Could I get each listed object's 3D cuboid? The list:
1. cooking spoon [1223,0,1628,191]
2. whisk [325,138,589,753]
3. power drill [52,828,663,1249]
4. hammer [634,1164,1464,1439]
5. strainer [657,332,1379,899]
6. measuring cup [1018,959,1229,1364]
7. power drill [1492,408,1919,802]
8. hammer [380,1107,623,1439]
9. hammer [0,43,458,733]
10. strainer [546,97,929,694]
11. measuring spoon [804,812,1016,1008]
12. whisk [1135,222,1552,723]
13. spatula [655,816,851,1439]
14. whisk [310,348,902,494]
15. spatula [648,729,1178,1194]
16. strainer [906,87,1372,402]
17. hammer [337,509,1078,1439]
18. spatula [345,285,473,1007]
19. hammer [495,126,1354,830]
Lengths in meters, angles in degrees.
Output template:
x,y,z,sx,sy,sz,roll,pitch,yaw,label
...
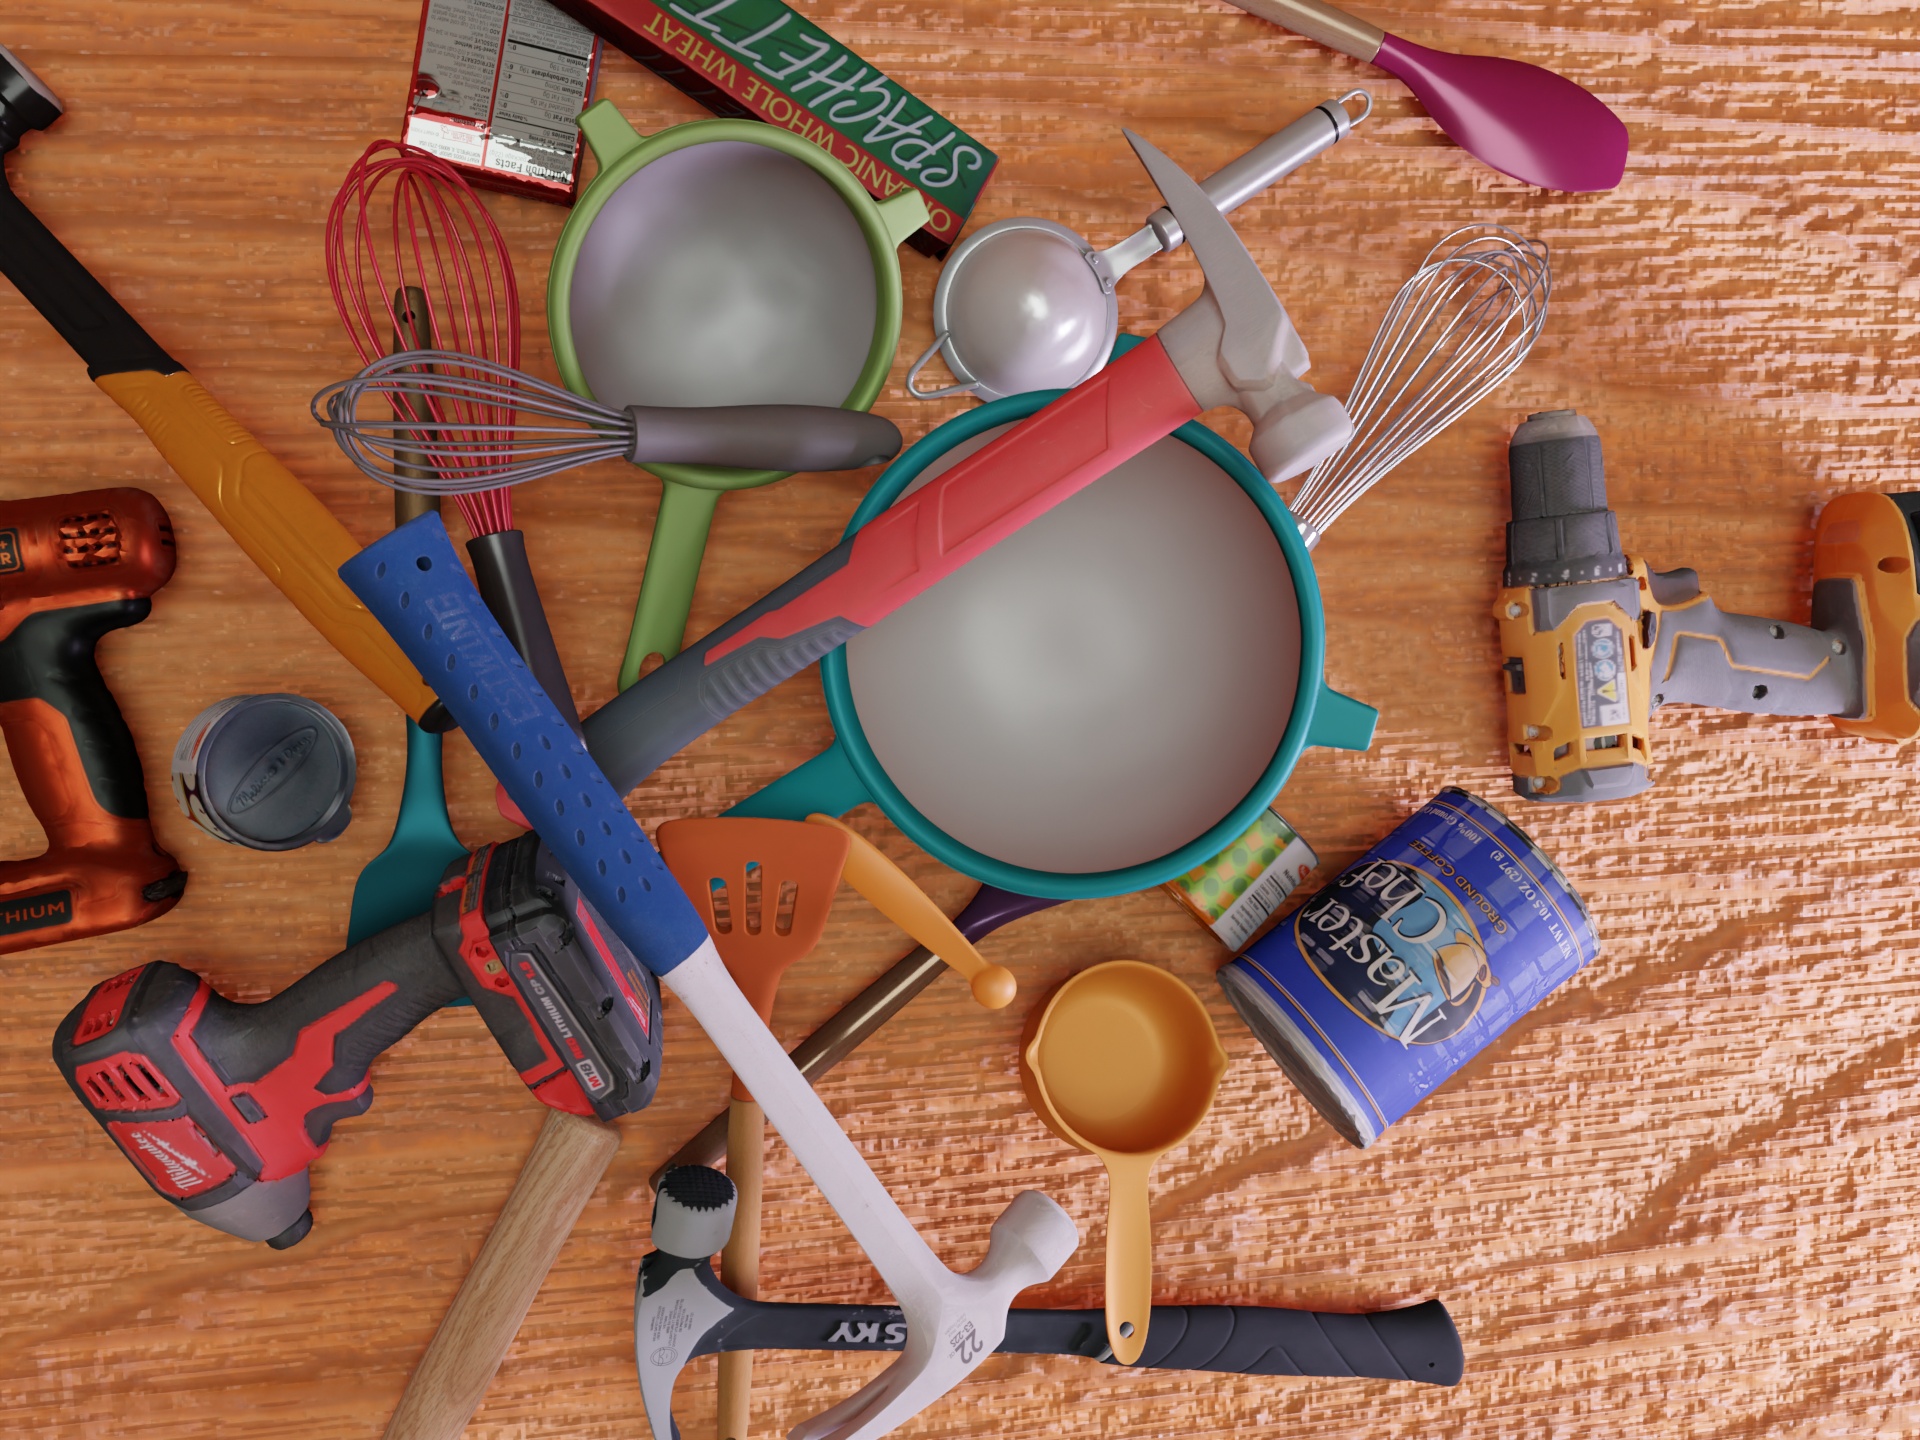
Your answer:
x,y,z,sx,sy,sz,roll,pitch,yaw,label
0.170,-0.322,0.736,0.319,0.017,0.069,20,71,-7,cooking spoon
-0.197,-0.093,0.652,0.073,0.073,0.296,-15,91,-7,whisk
-0.244,0.142,0.671,0.219,0.079,0.143,-21,118,1,power drill
0.052,0.290,0.739,0.408,0.036,0.149,8,107,-15,hammer
-0.001,-0.002,0.711,0.340,0.095,0.211,-31,87,15,strainer
0.070,0.198,0.727,0.095,0.052,0.174,4,78,-11,measuring cup
0.367,-0.064,0.762,0.226,0.084,0.185,-7,94,-4,power drill
-0.247,0.324,0.716,0.130,0.031,0.331,28,89,-10,hammer
-0.317,-0.115,0.633,0.337,0.034,0.127,44,85,5,hammer
-0.119,-0.131,0.695,0.151,0.069,0.256,6,112,-29,strainer
-0.023,0.081,0.671,0.117,0.011,0.021,42,111,1,measuring spoon
0.175,-0.111,0.742,0.070,0.070,0.284,38,93,-9,whisk
-0.097,0.192,0.705,0.081,0.041,0.322,3,102,-4,spatula
-0.129,-0.116,0.628,0.239,0.055,0.055,-4,95,-30,whisk
-0.021,0.114,0.737,0.316,0.018,0.060,-41,56,-1,spatula
0.087,-0.221,0.726,0.258,0.050,0.086,-35,105,-8,strainer
-0.106,0.103,0.618,0.144,0.035,0.405,-40,104,-30,hammer
-0.236,-0.029,0.698,0.082,0.044,0.317,-2,90,-8,spatula
-0.046,-0.071,0.647,0.386,0.038,0.143,-31,83,18,hammer
